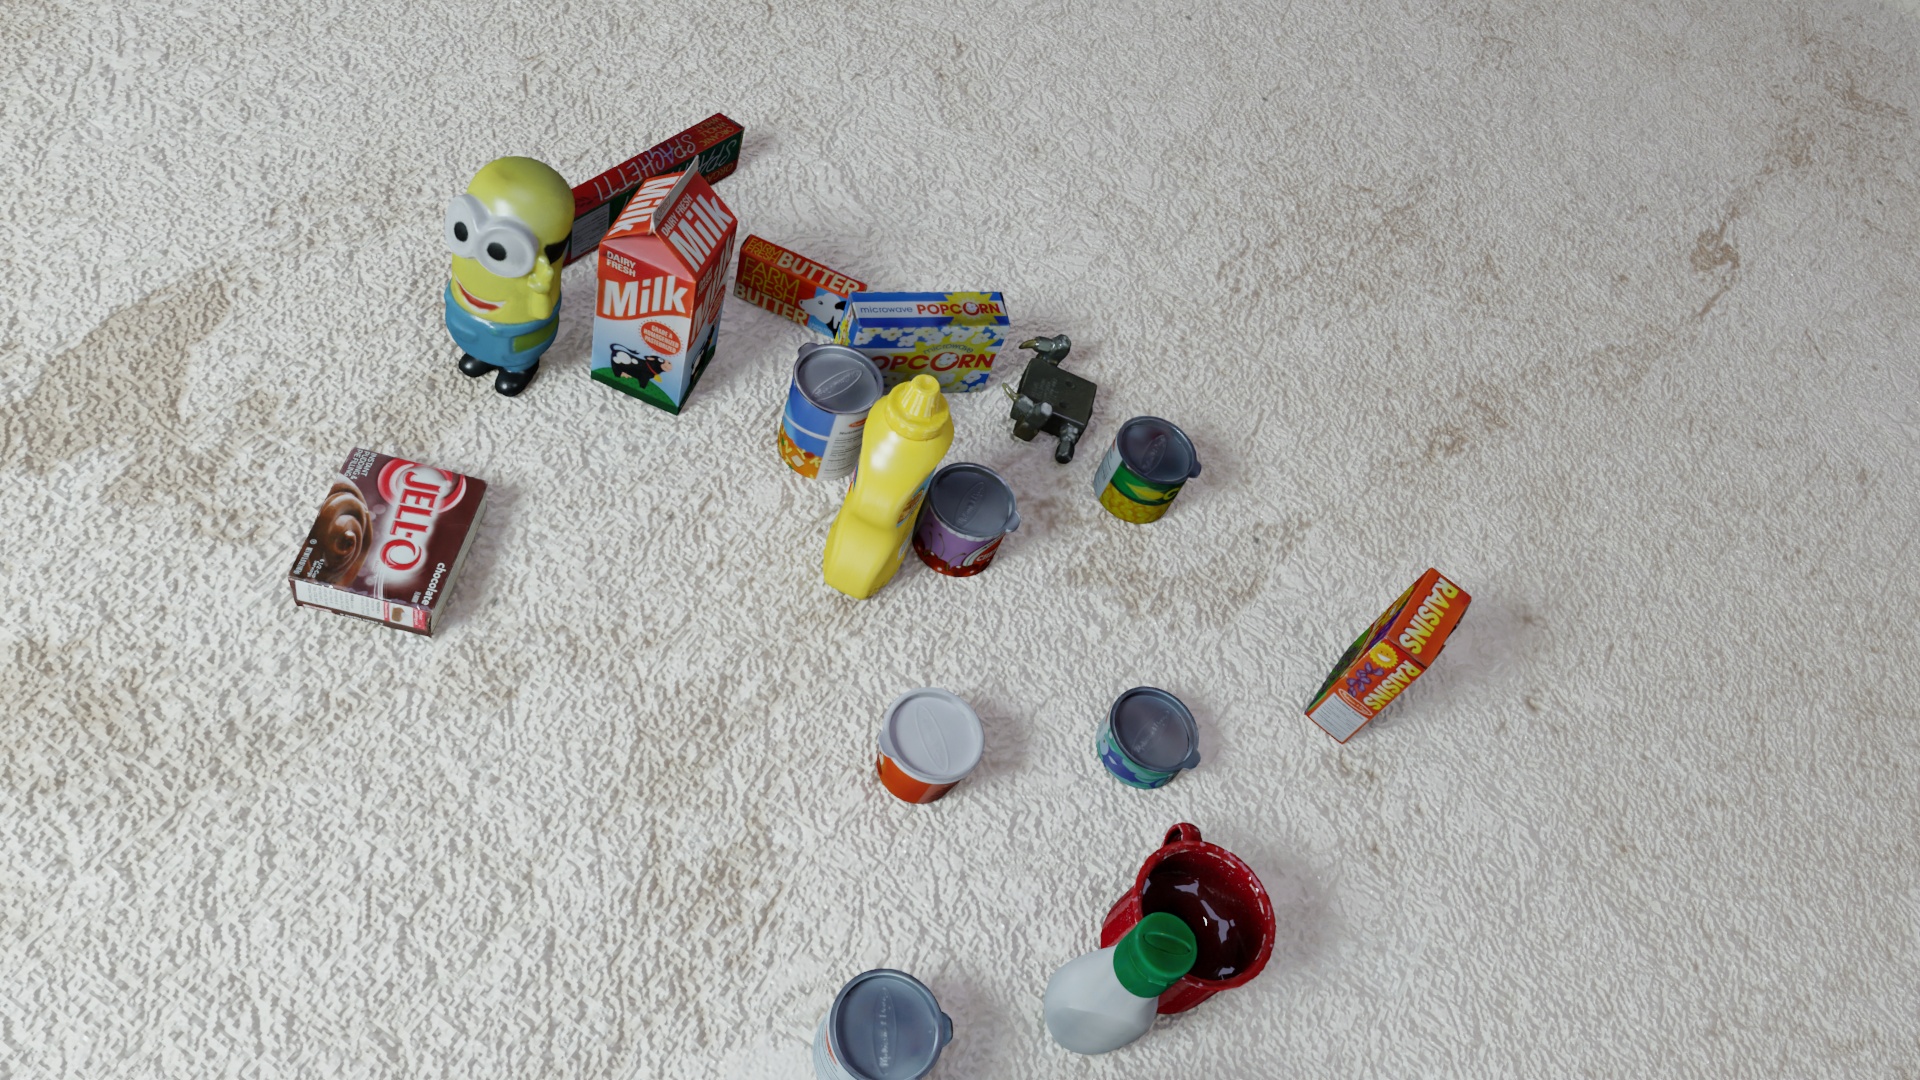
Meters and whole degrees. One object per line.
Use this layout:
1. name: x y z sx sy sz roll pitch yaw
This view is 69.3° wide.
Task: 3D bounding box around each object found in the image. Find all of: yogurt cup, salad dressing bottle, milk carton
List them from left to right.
1. milk carton: -0.211 -0.183 0.986 0.073 0.189 0.073 23 53 -2
2. yogurt cup: -0.023 0.138 0.911 0.072 0.053 0.073 9 54 -12
3. salad dressing bottle: 0.093 0.258 0.807 0.064 0.146 0.044 18 53 -6

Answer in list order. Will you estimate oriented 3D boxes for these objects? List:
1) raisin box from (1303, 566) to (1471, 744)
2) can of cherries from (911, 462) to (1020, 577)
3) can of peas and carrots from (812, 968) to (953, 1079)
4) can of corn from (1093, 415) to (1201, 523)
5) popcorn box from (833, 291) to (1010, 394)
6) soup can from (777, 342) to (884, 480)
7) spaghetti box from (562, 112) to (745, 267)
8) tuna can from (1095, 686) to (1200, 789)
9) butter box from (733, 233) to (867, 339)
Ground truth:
1. raisin box: 0.311 0.086 1.014 0.040 0.122 0.086 39 54 10
2. can of cherries: 0.004 -0.013 1.022 0.071 0.058 0.072 9 54 -12
3. can of peas and carrots: -0.046 0.287 0.797 0.071 0.058 0.071 9 54 -12
4. can of corn: 0.147 -0.054 1.098 0.071 0.058 0.071 9 54 -12
5. popcorn box: -0.033 -0.155 1.091 0.127 0.084 0.038 -4 58 -21
6. soup can: -0.099 -0.096 1.030 0.071 0.083 0.072 9 54 -12
7. spaghetti box: -0.272 -0.275 1.118 0.029 0.050 0.251 40 54 11
8. tuna can: 0.132 0.140 0.974 0.071 0.032 0.071 9 54 -12
9. butter box: -0.130 -0.201 1.112 0.103 0.052 0.024 24 53 -1
